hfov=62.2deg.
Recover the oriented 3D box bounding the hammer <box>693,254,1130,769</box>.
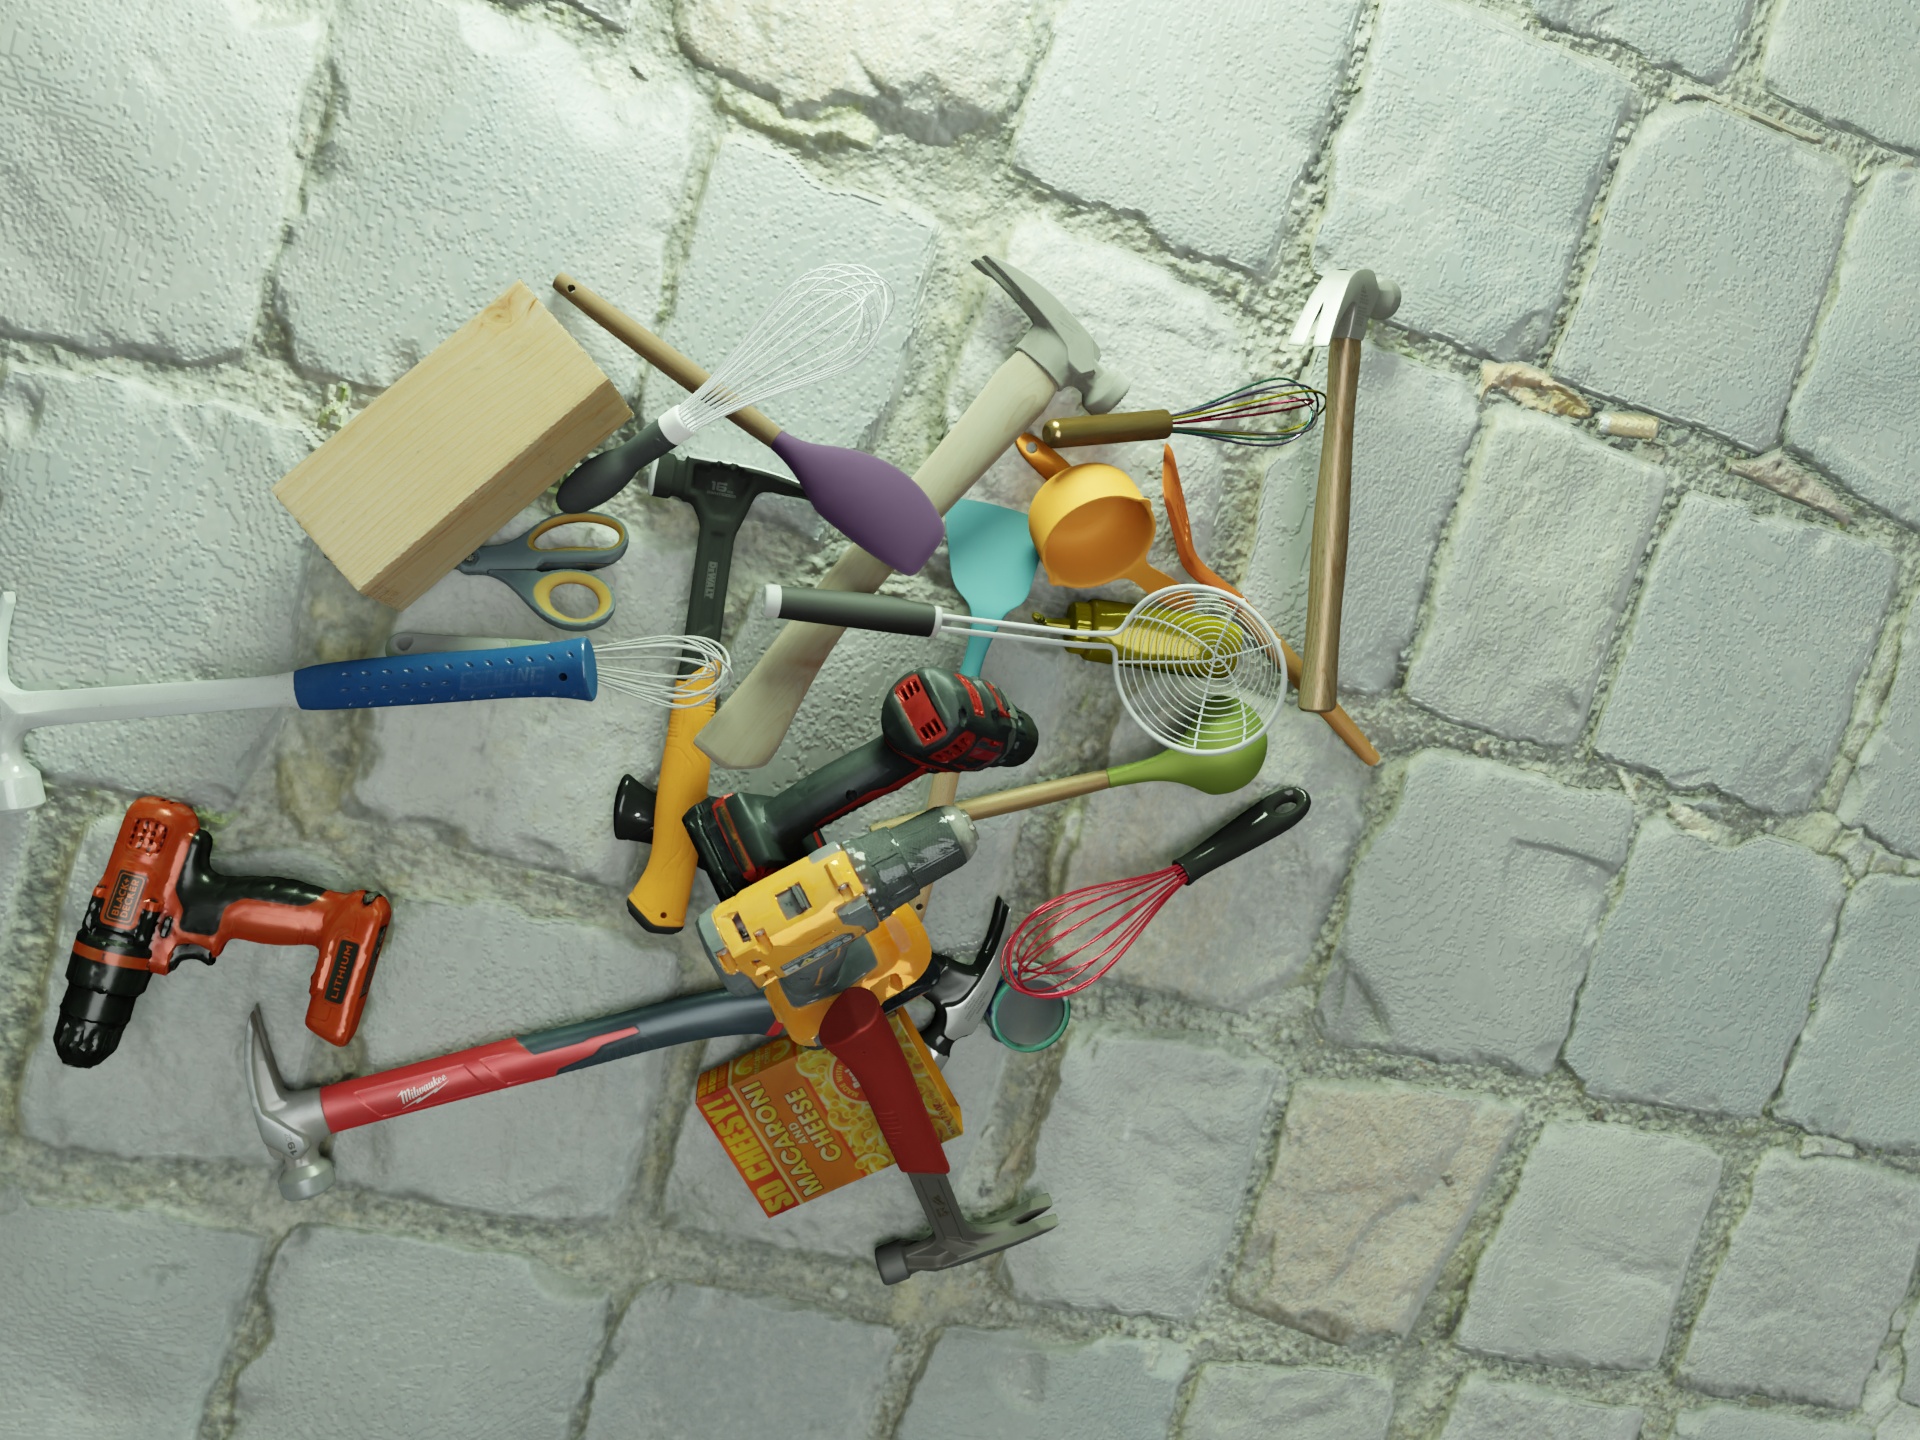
[{"bbox_3d":[-0.053,-0.139,1.124,0.146,0.038,0.411,42,80,-19],"label":"hammer"}]

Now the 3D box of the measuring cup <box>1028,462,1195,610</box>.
[{"bbox_3d":[0.120,-0.132,1.192,0.095,0.052,0.173,-40,139,21],"label":"measuring cup"}]

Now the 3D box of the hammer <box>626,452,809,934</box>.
[{"bbox_3d":[-0.180,-0.015,1.129,0.127,0.034,0.337,9,91,-15],"label":"hammer"}]

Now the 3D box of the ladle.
[{"bbox_3d":[0.086,0.048,1.234,0.320,0.062,0.078,-13,106,-4],"label":"ladle"}]

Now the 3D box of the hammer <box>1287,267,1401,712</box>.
[{"bbox_3d":[0.280,-0.170,1.196,0.130,0.031,0.331,-10,106,-52],"label":"hammer"}]

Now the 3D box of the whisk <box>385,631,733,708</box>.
[{"bbox_3d":[-0.274,-0.041,1.082,0.246,0.059,0.058,4,59,7],"label":"whisk"}]

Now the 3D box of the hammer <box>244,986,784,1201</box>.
[{"bbox_3d":[-0.314,0.232,1.165,0.386,0.038,0.143,-13,102,-11],"label":"hammer"}]

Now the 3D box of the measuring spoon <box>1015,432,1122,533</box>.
[{"bbox_3d":[0.086,-0.177,1.197,0.116,0.011,0.021,39,90,-18],"label":"measuring spoon"}]

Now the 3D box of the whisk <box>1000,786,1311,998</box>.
[{"bbox_3d":[0.158,0.130,1.244,0.296,0.073,0.073,-29,107,-17],"label":"whisk"}]

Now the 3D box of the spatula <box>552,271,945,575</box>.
[{"bbox_3d":[-0.145,-0.209,1.087,0.316,0.018,0.060,35,86,-2],"label":"spatula"}]

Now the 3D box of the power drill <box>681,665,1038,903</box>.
[{"bbox_3d":[-0.056,0.046,1.097,0.226,0.187,0.080,-33,72,15],"label":"power drill"}]

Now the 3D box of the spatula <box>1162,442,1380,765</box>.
[{"bbox_3d":[0.240,-0.076,1.238,0.041,0.081,0.322,-32,115,28],"label":"spatula"}]

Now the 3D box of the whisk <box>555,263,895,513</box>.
[{"bbox_3d":[-0.163,-0.212,1.049,0.284,0.070,0.070,-29,109,22],"label":"whisk"}]

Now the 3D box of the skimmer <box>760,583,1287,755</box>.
[{"bbox_3d":[0.046,-0.049,1.099,0.363,0.090,0.127,6,117,-18],"label":"skimmer"}]

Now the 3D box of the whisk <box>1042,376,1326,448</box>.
[{"bbox_3d":[0.170,-0.223,1.170,0.245,0.047,0.051,-10,95,-25],"label":"whisk"}]

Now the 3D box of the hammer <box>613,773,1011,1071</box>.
[{"bbox_3d":[-0.113,0.134,1.198,0.334,0.035,0.146,32,93,-18],"label":"hammer"}]

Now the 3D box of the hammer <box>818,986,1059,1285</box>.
[{"bbox_3d":[-0.025,0.305,1.162,0.149,0.037,0.358,-19,135,-4],"label":"hammer"}]

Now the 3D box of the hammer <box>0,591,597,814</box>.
[{"bbox_3d":[-0.443,-0.025,1.038,0.405,0.035,0.144,-4,101,0],"label":"hammer"}]

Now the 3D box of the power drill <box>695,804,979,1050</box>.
[{"bbox_3d":[-0.067,0.138,1.076,0.185,0.226,0.084,-28,68,-6],"label":"power drill"}]

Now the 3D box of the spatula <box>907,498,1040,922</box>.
[{"bbox_3d":[-0.002,-0.004,1.185,0.082,0.044,0.317,11,96,-18],"label":"spatula"}]
